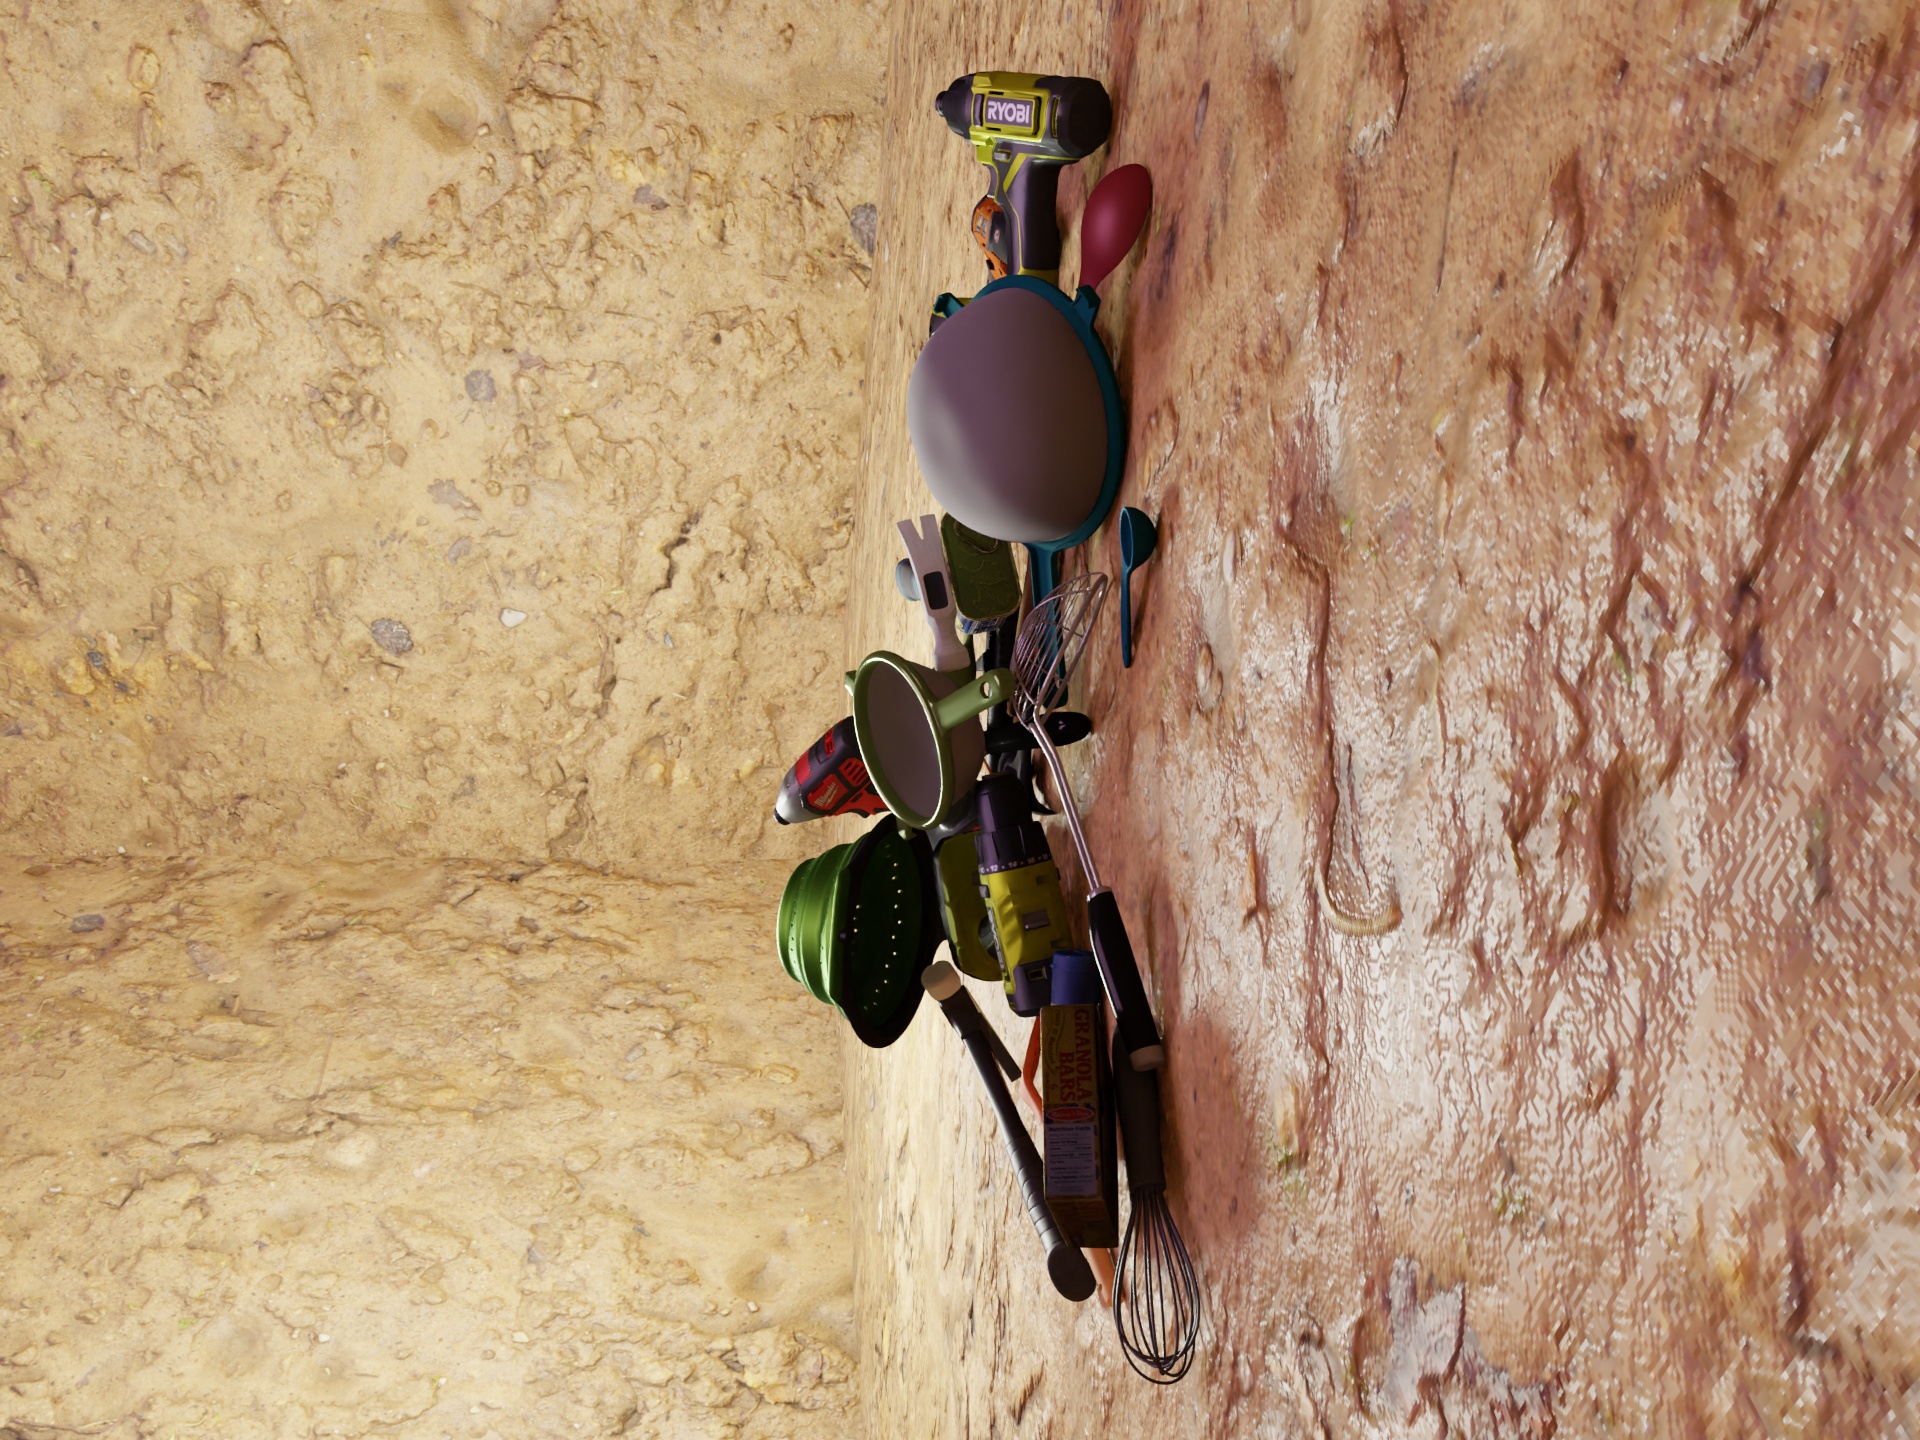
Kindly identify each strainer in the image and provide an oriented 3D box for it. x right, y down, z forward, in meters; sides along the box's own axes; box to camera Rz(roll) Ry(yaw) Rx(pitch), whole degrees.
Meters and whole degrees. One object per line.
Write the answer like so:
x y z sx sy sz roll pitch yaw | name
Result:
-0.002 -0.004 1.253 0.256 0.069 0.151 -30 79 60 | strainer
0.029 -0.162 1.219 0.211 0.095 0.340 18 119 53 | strainer

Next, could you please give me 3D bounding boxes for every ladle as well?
0.004 -0.153 1.560 0.078 0.062 0.320 118 164 -68 | ladle
0.077 -0.272 1.204 0.315 0.031 0.069 109 151 -43 | ladle

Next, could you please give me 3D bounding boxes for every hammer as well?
0.067 -0.086 1.374 0.127 0.034 0.336 -114 26 -71 | hammer
0.047 0.347 1.327 0.146 0.035 0.335 60 -179 -32 | hammer
-0.035 -0.122 1.449 0.331 0.033 0.128 -128 25 -81 | hammer

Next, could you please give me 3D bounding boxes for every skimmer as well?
0.108 0.062 1.111 0.127 0.090 0.364 102 156 -59 | skimmer

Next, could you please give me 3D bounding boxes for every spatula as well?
0.085 0.334 1.253 0.323 0.041 0.081 -114 27 -61 | spatula

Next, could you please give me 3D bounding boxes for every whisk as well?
0.114 0.291 0.993 0.055 0.055 0.239 101 171 -47 | whisk
0.016 0.020 1.354 0.296 0.073 0.073 -12 76 57 | whisk

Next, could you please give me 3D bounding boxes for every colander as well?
-0.068 0.184 1.467 0.397 0.094 0.204 12 -98 -69 | colander

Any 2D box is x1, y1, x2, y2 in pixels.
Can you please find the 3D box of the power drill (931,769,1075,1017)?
0.035 0.142 1.330 0.228 0.080 0.190 150 108 -79 | power drill

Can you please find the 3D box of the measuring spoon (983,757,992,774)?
0.040 0.084 1.440 0.021 0.011 0.116 -116 3 -72 | measuring spoon

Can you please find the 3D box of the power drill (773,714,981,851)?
-0.069 0.086 1.554 0.143 0.219 0.079 -41 37 31 | power drill

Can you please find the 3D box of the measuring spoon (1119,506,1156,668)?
0.123 -0.089 1.094 0.042 0.021 0.128 -101 6 -52 | measuring spoon

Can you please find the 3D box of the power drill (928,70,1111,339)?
0.037 -0.406 1.289 0.171 0.080 0.223 26 122 43 | power drill

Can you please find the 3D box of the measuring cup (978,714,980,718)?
0.001 0.014 1.553 0.167 0.038 0.083 -99 6 -83 | measuring cup

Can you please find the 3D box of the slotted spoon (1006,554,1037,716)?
0.068 -0.152 1.294 0.070 0.031 0.313 -124 41 -66 | slotted spoon

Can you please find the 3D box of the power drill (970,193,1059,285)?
0.040 -0.357 1.443 0.164 0.084 0.226 -112 28 -65 | power drill
